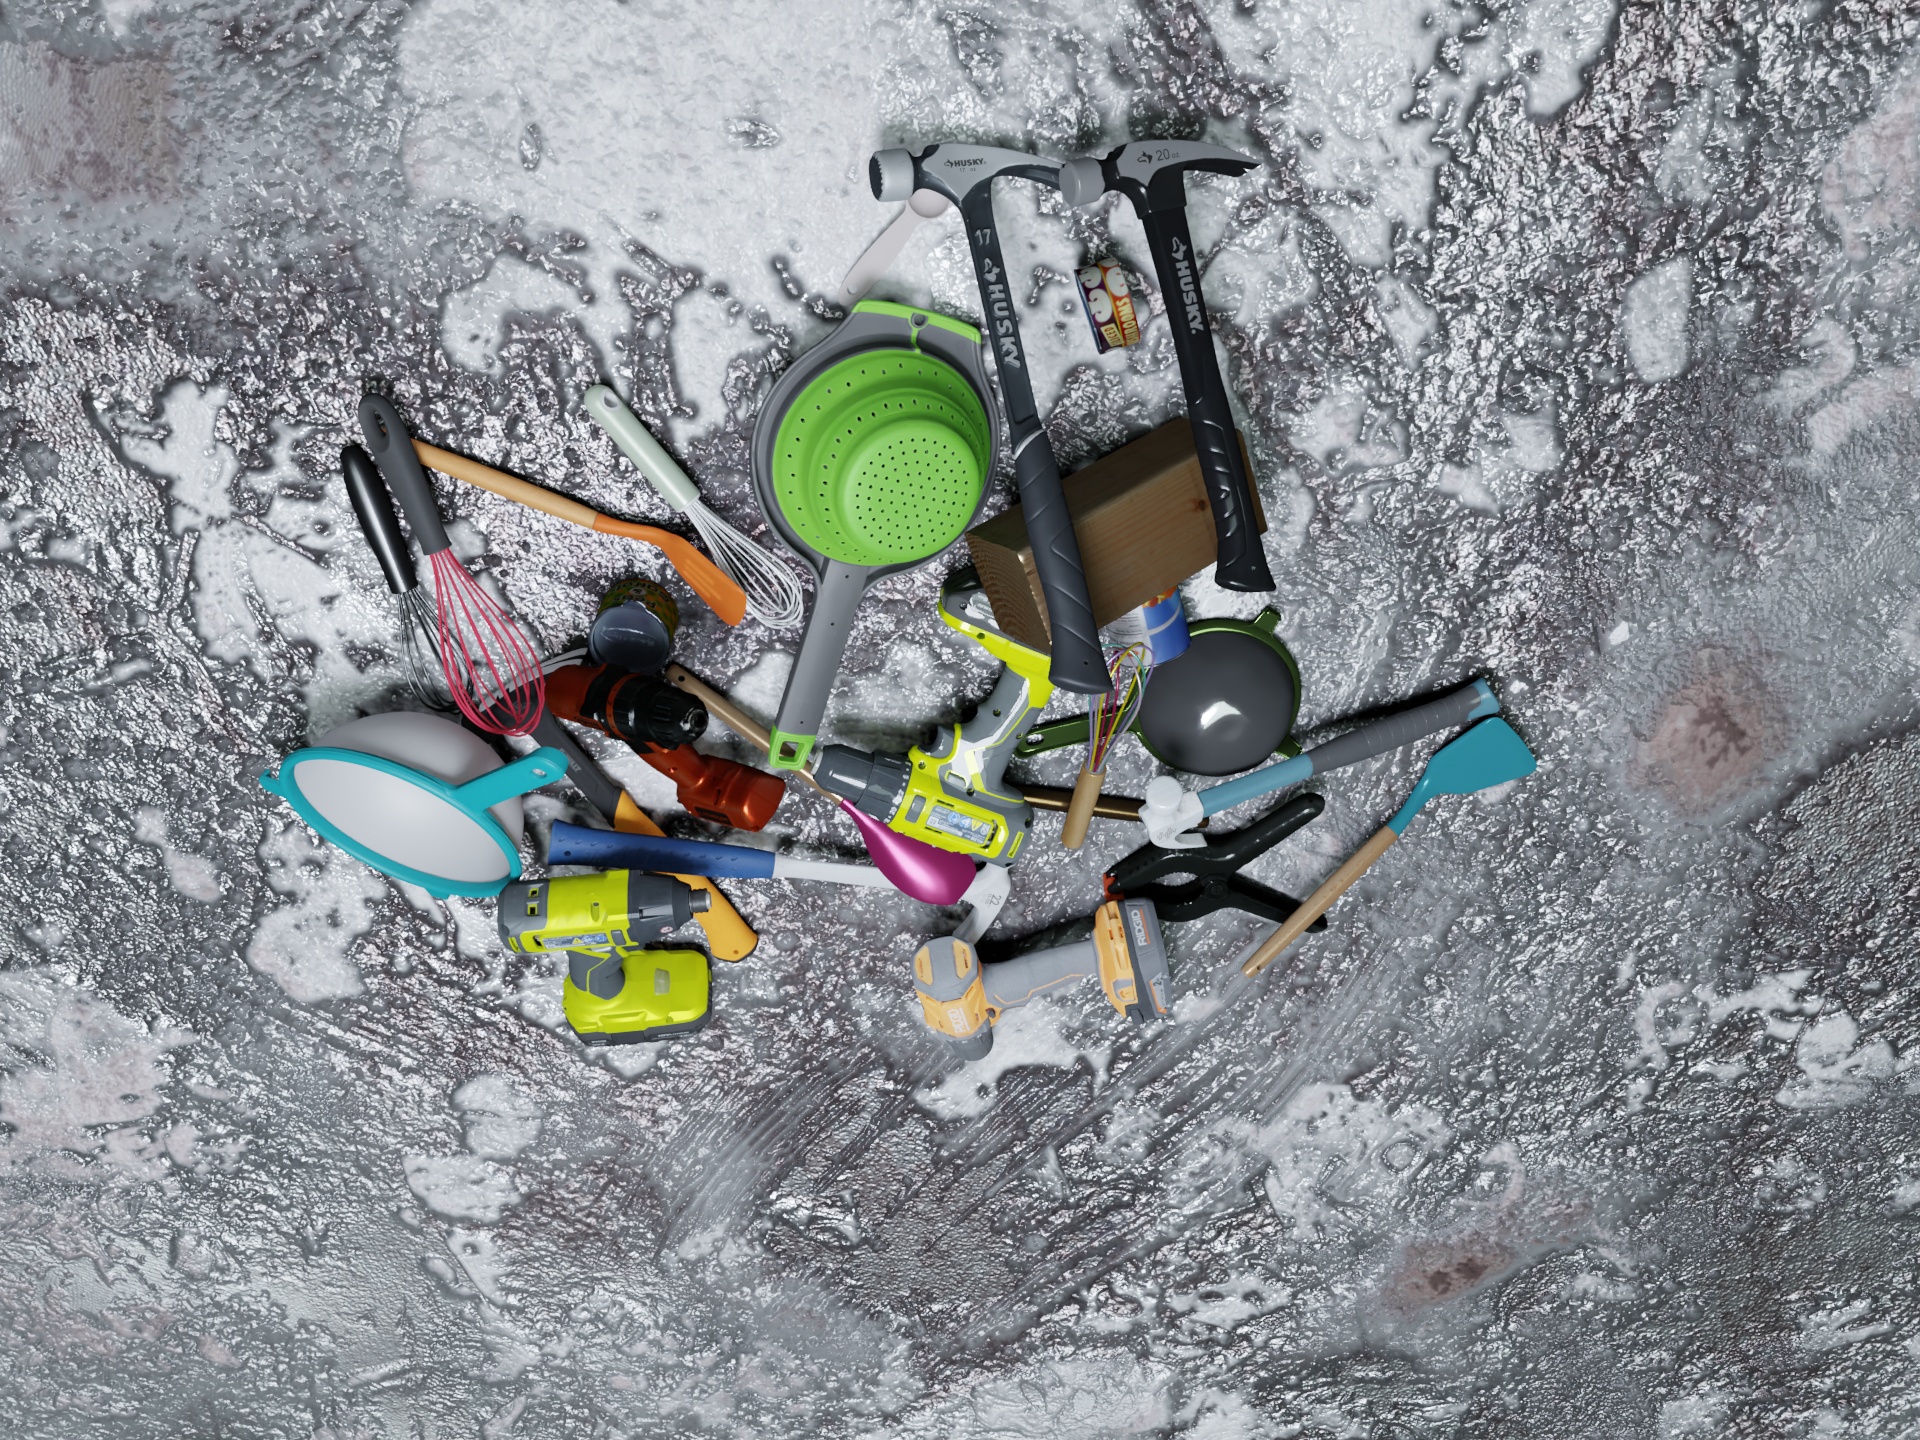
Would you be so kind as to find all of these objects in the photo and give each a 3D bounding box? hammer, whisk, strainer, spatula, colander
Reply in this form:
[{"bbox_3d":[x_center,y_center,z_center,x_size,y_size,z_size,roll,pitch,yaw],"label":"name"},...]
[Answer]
[{"bbox_3d":[-0.155,0.135,1.404,0.405,0.035,0.144,7,125,-13],"label":"hammer"},{"bbox_3d":[0.113,0.025,1.329,0.051,0.047,0.244,14,135,2],"label":"whisk"},{"bbox_3d":[0.170,0.006,1.356,0.256,0.069,0.151,-13,118,4],"label":"strainer"},{"bbox_3d":[0.306,0.033,1.348,0.331,0.033,0.128,-20,156,-7],"label":"hammer"},{"bbox_3d":[-0.284,0.090,1.410,0.127,0.034,0.336,-30,115,15],"label":"hammer"},{"bbox_3d":[0.180,-0.254,1.159,0.146,0.035,0.334,-17,98,-17],"label":"hammer"},{"bbox_3d":[-0.318,-0.161,1.269,0.322,0.041,0.081,21,160,-8],"label":"spatula"},{"bbox_3d":[-0.452,-0.110,1.296,0.055,0.055,0.238,-13,113,5],"label":"whisk"},{"bbox_3d":[-0.406,0.041,1.295,0.340,0.095,0.210,-18,131,41],"label":"strainer"},{"bbox_3d":[-0.407,-0.117,1.262,0.073,0.073,0.295,-16,110,7],"label":"whisk"},{"bbox_3d":[-0.212,-0.168,1.270,0.059,0.058,0.246,-21,116,45],"label":"whisk"},{"bbox_3d":[-0.075,-0.116,1.234,0.204,0.095,0.397,8,115,-26],"label":"colander"},{"bbox_3d":[0.371,0.121,1.415,0.317,0.044,0.082,-45,122,4],"label":"spatula"},{"bbox_3d":[0.049,-0.216,1.130,0.149,0.036,0.409,-11,85,-17],"label":"hammer"}]

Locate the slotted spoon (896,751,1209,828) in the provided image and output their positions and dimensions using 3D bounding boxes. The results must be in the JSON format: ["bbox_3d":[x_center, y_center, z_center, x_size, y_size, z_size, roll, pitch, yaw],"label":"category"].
[{"bbox_3d":[0.069,0.071,1.414,0.313,0.031,0.070,8,118,-8],"label":"slotted spoon"}]

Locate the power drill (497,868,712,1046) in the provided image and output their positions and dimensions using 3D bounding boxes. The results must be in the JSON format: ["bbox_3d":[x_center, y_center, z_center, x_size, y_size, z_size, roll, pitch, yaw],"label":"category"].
[{"bbox_3d":[-0.291,0.204,1.390,0.171,0.080,0.223,-5,146,-2],"label":"power drill"}]

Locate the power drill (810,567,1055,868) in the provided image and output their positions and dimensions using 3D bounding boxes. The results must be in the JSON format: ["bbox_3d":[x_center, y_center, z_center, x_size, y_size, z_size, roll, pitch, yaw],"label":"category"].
[{"bbox_3d":[-0.002,-0.004,1.320,0.190,0.080,0.228,21,105,-12],"label":"power drill"}]

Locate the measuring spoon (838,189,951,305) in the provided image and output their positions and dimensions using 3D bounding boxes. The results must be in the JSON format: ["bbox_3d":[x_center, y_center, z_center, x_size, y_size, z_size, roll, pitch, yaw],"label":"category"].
[{"bbox_3d":[-0.052,-0.360,1.191,0.034,0.018,0.124,36,118,-18],"label":"measuring spoon"}]

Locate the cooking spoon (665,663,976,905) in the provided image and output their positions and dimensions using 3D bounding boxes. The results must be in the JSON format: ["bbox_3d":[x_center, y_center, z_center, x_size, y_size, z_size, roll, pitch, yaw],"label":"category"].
[{"bbox_3d":[-0.121,0.052,1.363,0.319,0.017,0.069,37,85,-4],"label":"cooking spoon"}]

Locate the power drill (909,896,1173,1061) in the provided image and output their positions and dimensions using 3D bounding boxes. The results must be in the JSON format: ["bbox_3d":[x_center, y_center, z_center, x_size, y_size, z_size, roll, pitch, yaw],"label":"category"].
[{"bbox_3d":[0.077,0.249,1.464,0.226,0.084,0.185,-12,143,3],"label":"power drill"}]
